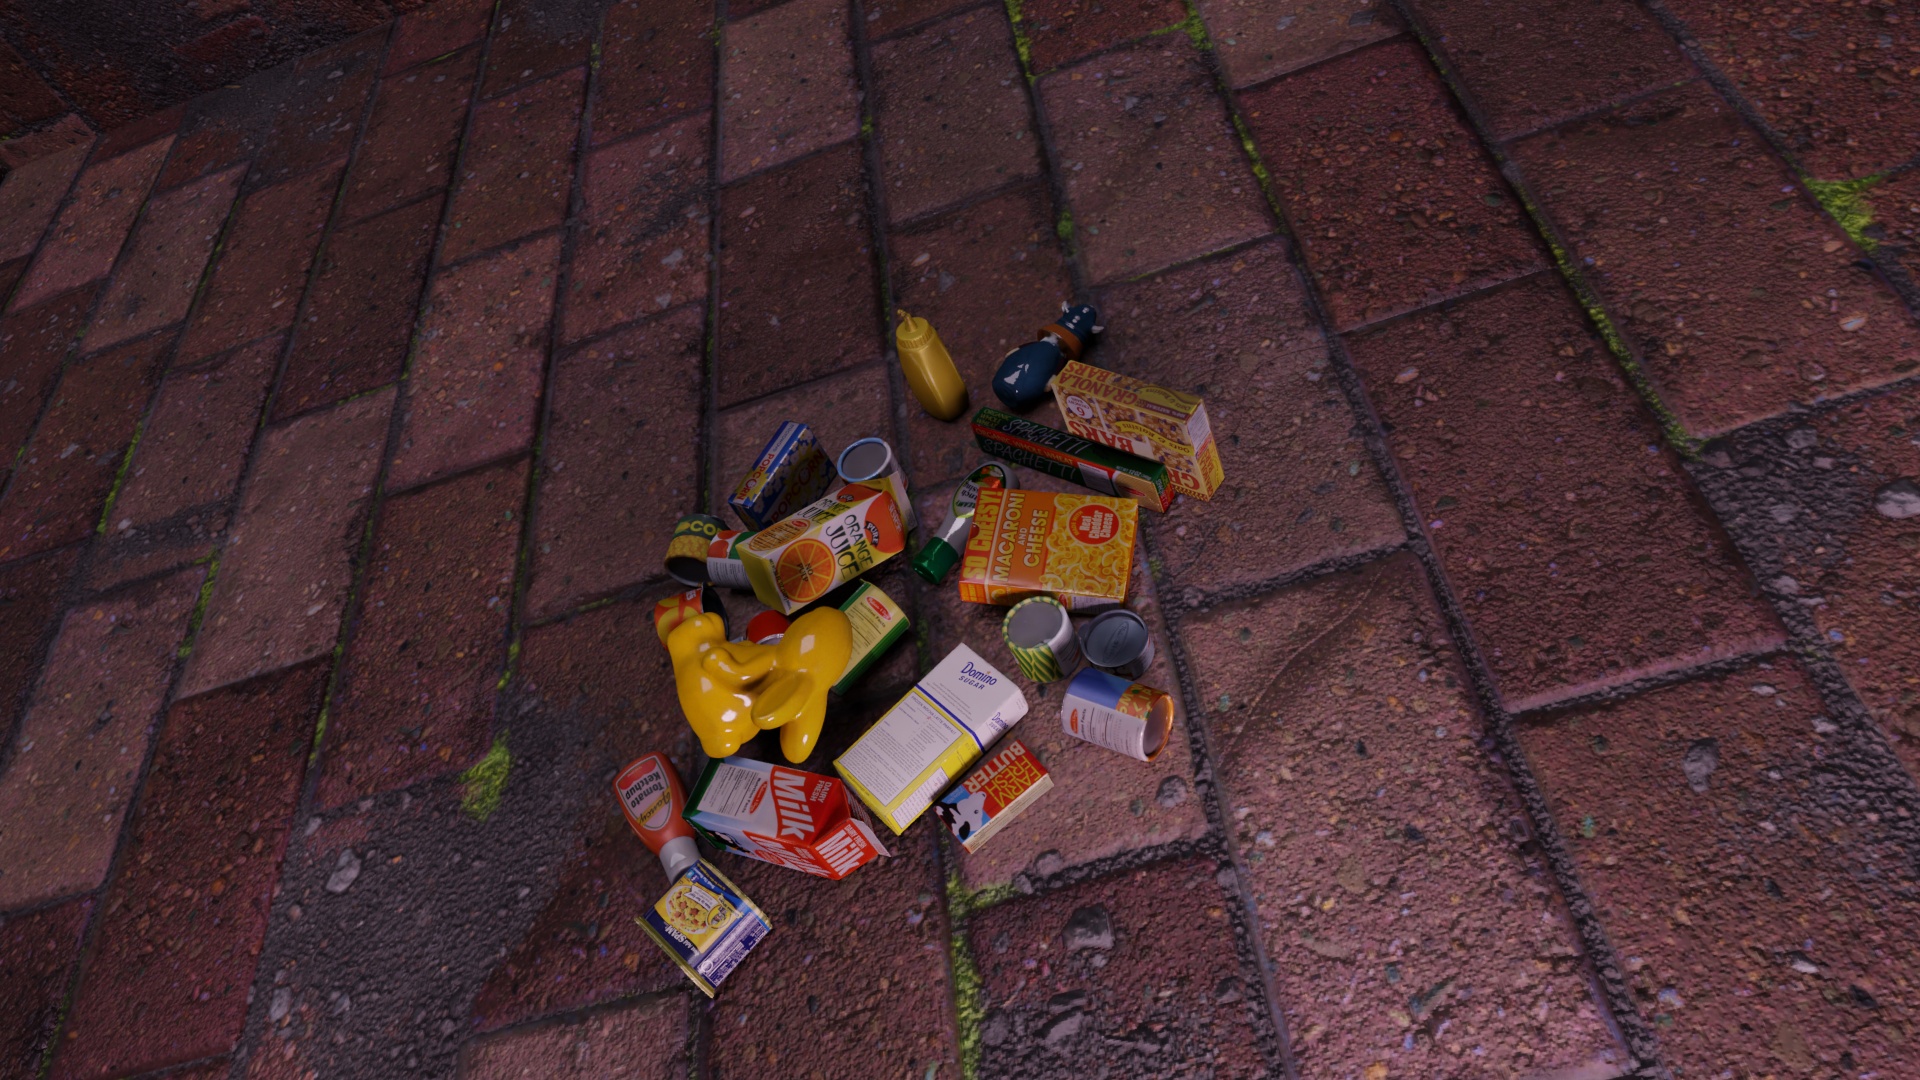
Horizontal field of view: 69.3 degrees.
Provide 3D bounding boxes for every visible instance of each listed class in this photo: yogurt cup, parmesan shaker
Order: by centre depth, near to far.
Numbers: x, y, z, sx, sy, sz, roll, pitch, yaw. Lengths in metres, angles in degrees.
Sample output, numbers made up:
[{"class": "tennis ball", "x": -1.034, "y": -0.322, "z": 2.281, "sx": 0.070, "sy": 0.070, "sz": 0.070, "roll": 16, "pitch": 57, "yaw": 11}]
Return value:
[{"class": "parmesan shaker", "x": -0.113, "y": 0.099, "z": 1.425, "sx": 0.103, "sy": 0.071, "sz": 0.071, "roll": -45, "pitch": 49, "yaw": -15}, {"class": "yogurt cup", "x": -0.194, "y": 0.110, "z": 1.457, "sx": 0.072, "sy": 0.072, "sz": 0.054, "roll": -26, "pitch": 39, "yaw": 1}]

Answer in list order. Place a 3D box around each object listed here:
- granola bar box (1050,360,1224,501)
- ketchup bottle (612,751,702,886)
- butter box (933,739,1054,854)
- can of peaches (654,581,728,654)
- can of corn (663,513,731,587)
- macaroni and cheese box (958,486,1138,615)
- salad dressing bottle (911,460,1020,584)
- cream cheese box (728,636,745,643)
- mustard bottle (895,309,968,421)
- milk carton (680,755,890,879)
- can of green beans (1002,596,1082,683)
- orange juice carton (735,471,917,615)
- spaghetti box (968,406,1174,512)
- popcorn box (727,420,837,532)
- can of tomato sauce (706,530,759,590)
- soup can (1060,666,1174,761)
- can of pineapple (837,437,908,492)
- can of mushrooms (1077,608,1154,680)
[{"class": "granola bar box", "x": 0.184, "y": -0.114, "z": 1.437, "sx": 0.166, "sy": 0.123, "sz": 0.039, "roll": 22, "pitch": 64, "yaw": 35}, {"class": "ketchup bottle", "x": -0.292, "y": 0.278, "z": 1.371, "sx": 0.065, "sy": 0.043, "sz": 0.149, "roll": -35, "pitch": 48, "yaw": -5}, {"class": "butter box", "x": 0.031, "y": 0.236, "z": 1.280, "sx": 0.104, "sy": 0.024, "sz": 0.053, "roll": -38, "pitch": 48, "yaw": -9}, {"class": "can of peaches", "x": -0.294, "y": 0.086, "z": 1.513, "sx": 0.058, "sy": 0.071, "sz": 0.071, "roll": -18, "pitch": 48, "yaw": 10}, {"class": "can of corn", "x": -0.296, "y": 0.011, "z": 1.577, "sx": 0.071, "sy": 0.071, "sz": 0.058, "roll": -4, "pitch": 52, "yaw": 21}, {"class": "macaroni and cheese box", "x": 0.090, "y": 0.009, "z": 1.407, "sx": 0.166, "sy": 0.040, "sz": 0.124, "roll": 5, "pitch": 55, "yaw": 10}, {"class": "salad dressing bottle", "x": 0.005, "y": -0.019, "z": 1.489, "sx": 0.064, "sy": 0.043, "sz": 0.148, "roll": 25, "pitch": 66, "yaw": 31}, {"class": "cream cheese box", "x": -0.242, "y": 0.153, "z": 1.466, "sx": 0.053, "sy": 0.024, "sz": 0.104, "roll": -24, "pitch": 47, "yaw": 4}, {"class": "mustard bottle", "x": -0.039, "y": -0.206, "z": 1.586, "sx": 0.049, "sy": 0.159, "sz": 0.065, "roll": -45, "pitch": 51, "yaw": -17}, {"class": "milk carton", "x": -0.158, "y": 0.262, "z": 1.308, "sx": 0.190, "sy": 0.072, "sz": 0.074, "roll": 6, "pitch": 55, "yaw": 29}, {"class": "can of green beans", "x": 0.079, "y": 0.096, "z": 1.352, "sx": 0.071, "sy": 0.057, "sz": 0.071, "roll": -12, "pitch": 49, "yaw": 14}, {"class": "orange juice carton", "x": -0.133, "y": -0.002, "z": 1.487, "sx": 0.193, "sy": 0.071, "sz": 0.073, "roll": -30, "pitch": 25, "yaw": -24}, {"class": "spaghetti box", "x": 0.116, "y": -0.090, "z": 1.497, "sx": 0.250, "sy": 0.050, "sz": 0.029, "roll": 22, "pitch": 62, "yaw": 36}, {"class": "popcorn box", "x": -0.202, "y": -0.063, "z": 1.587, "sx": 0.038, "sy": 0.085, "sz": 0.127, "roll": 14, "pitch": 60, "yaw": 33}, {"class": "can of tomato sauce", "x": -0.228, "y": 0.022, "z": 1.542, "sx": 0.083, "sy": 0.071, "sz": 0.071, "roll": 3, "pitch": 54, "yaw": 26}, {"class": "soup can", "x": 0.145, "y": 0.157, "z": 1.270, "sx": 0.084, "sy": 0.071, "sz": 0.071, "roll": 15, "pitch": 60, "yaw": 32}, {"class": "can of pineapple", "x": -0.101, "y": -0.074, "z": 1.571, "sx": 0.071, "sy": 0.057, "sz": 0.071, "roll": -12, "pitch": 49, "yaw": 14}, {"class": "can of mushrooms", "x": 0.149, "y": 0.101, "z": 1.335, "sx": 0.071, "sy": 0.033, "sz": 0.071, "roll": -12, "pitch": 50, "yaw": 14}]
